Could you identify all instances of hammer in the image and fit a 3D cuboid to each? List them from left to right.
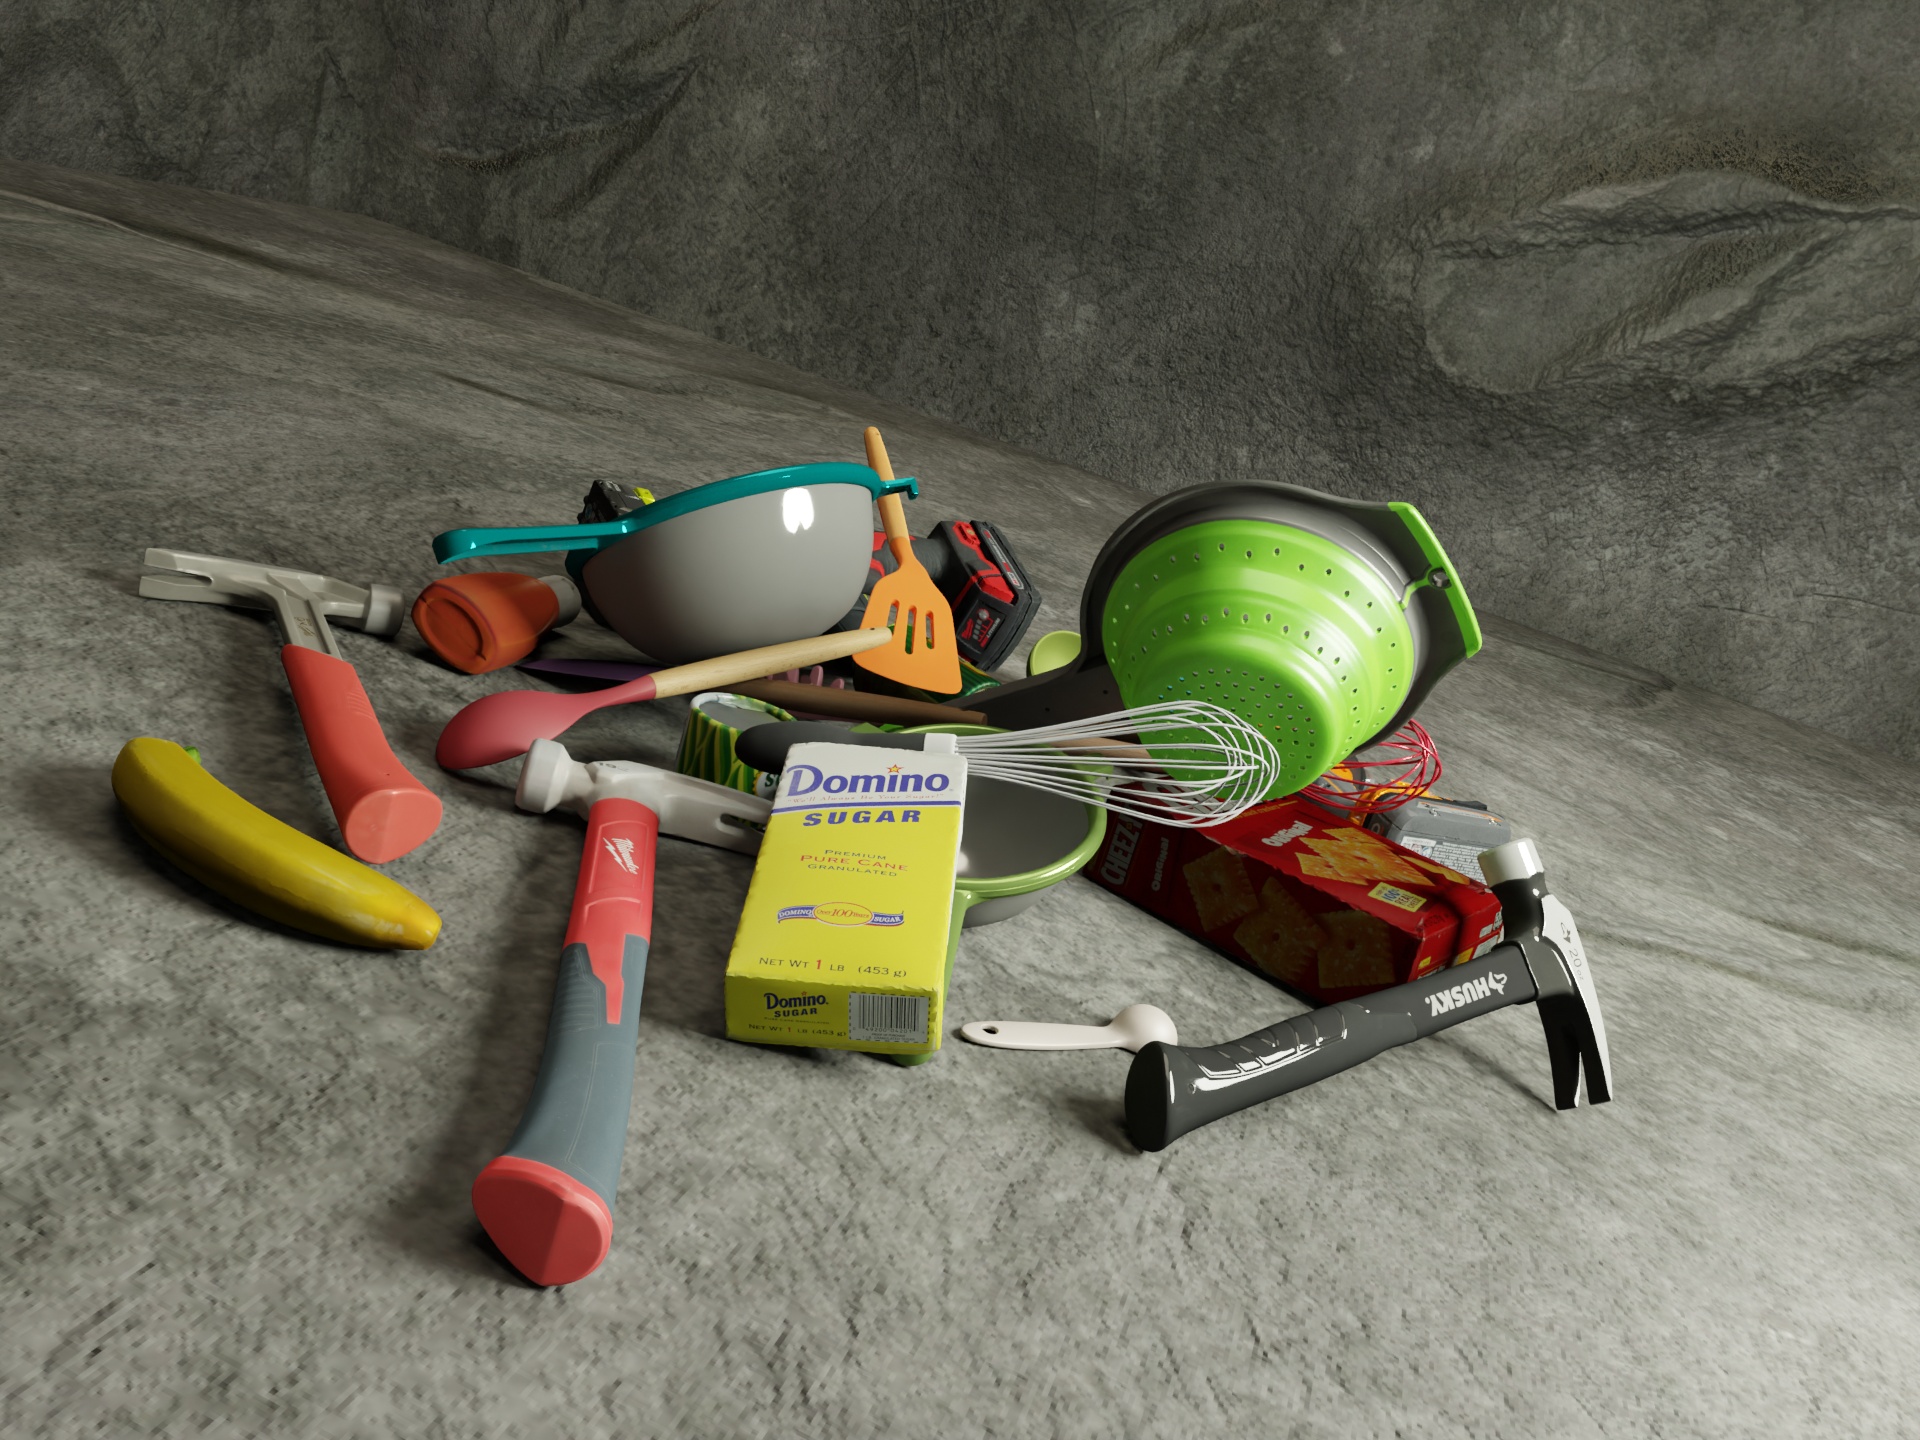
[{"bbox_3d":[-0.345,-0.019,0.841,0.149,0.036,0.359,8,17,-31],"label":"hammer"},{"bbox_3d":[-0.137,0.103,0.679,0.143,0.038,0.387,16,16,-14],"label":"hammer"},{"bbox_3d":[0.211,0.156,0.793,0.334,0.146,0.035,-8,-15,-38],"label":"hammer"}]

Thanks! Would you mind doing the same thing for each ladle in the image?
[{"bbox_3d":[-0.162,-0.023,0.945,0.315,0.031,0.069,-16,25,-41],"label":"ladle"},{"bbox_3d":[0.090,0.008,1.198,0.078,0.062,0.320,32,17,-12],"label":"ladle"}]

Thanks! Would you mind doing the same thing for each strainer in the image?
[{"bbox_3d":[-0.174,-0.080,0.978,0.211,0.095,0.340,-19,-3,32],"label":"strainer"},{"bbox_3d":[-0.006,0.097,0.815,0.151,0.069,0.257,7,34,5],"label":"strainer"}]

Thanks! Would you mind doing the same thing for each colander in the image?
[{"bbox_3d":[0.093,-0.004,0.924,0.397,0.204,0.095,-17,32,34],"label":"colander"}]

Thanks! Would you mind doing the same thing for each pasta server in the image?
[{"bbox_3d":[-0.002,-0.003,1.060,0.316,0.040,0.060,10,2,21],"label":"pasta server"}]

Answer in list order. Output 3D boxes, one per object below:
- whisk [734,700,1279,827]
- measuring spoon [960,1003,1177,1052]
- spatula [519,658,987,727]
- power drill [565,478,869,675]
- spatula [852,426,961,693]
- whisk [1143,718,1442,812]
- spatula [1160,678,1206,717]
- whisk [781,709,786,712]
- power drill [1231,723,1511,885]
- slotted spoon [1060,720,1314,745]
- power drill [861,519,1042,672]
[{"bbox_3d":[0.022,0.020,0.828,0.284,0.070,0.070,2,15,7],"label":"whisk"},{"bbox_3d":[0.055,0.147,0.771,0.124,0.018,0.034,7,20,-31],"label":"measuring spoon"},{"bbox_3d":[-0.132,-0.019,0.997,0.316,0.018,0.060,8,11,20],"label":"spatula"},{"bbox_3d":[-0.174,-0.105,1.244,0.228,0.080,0.191,9,27,-35],"label":"power drill"},{"bbox_3d":[-0.052,-0.133,1.172,0.081,0.041,0.323,16,31,-21],"label":"spatula"},{"bbox_3d":[0.216,0.026,1.125,0.073,0.073,0.296,6,-4,-34],"label":"whisk"},{"bbox_3d":[0.129,-0.016,1.215,0.082,0.044,0.317,66,19,13],"label":"spatula"},{"bbox_3d":[-0.107,0.014,0.999,0.059,0.058,0.247,49,-6,-33],"label":"whisk"},{"bbox_3d":[0.297,0.065,1.189,0.164,0.084,0.227,10,15,-30],"label":"power drill"},{"bbox_3d":[0.119,0.011,1.099,0.314,0.031,0.070,6,13,43],"label":"slotted spoon"},{"bbox_3d":[-0.054,-0.110,1.222,0.219,0.078,0.143,9,38,-35],"label":"power drill"}]
